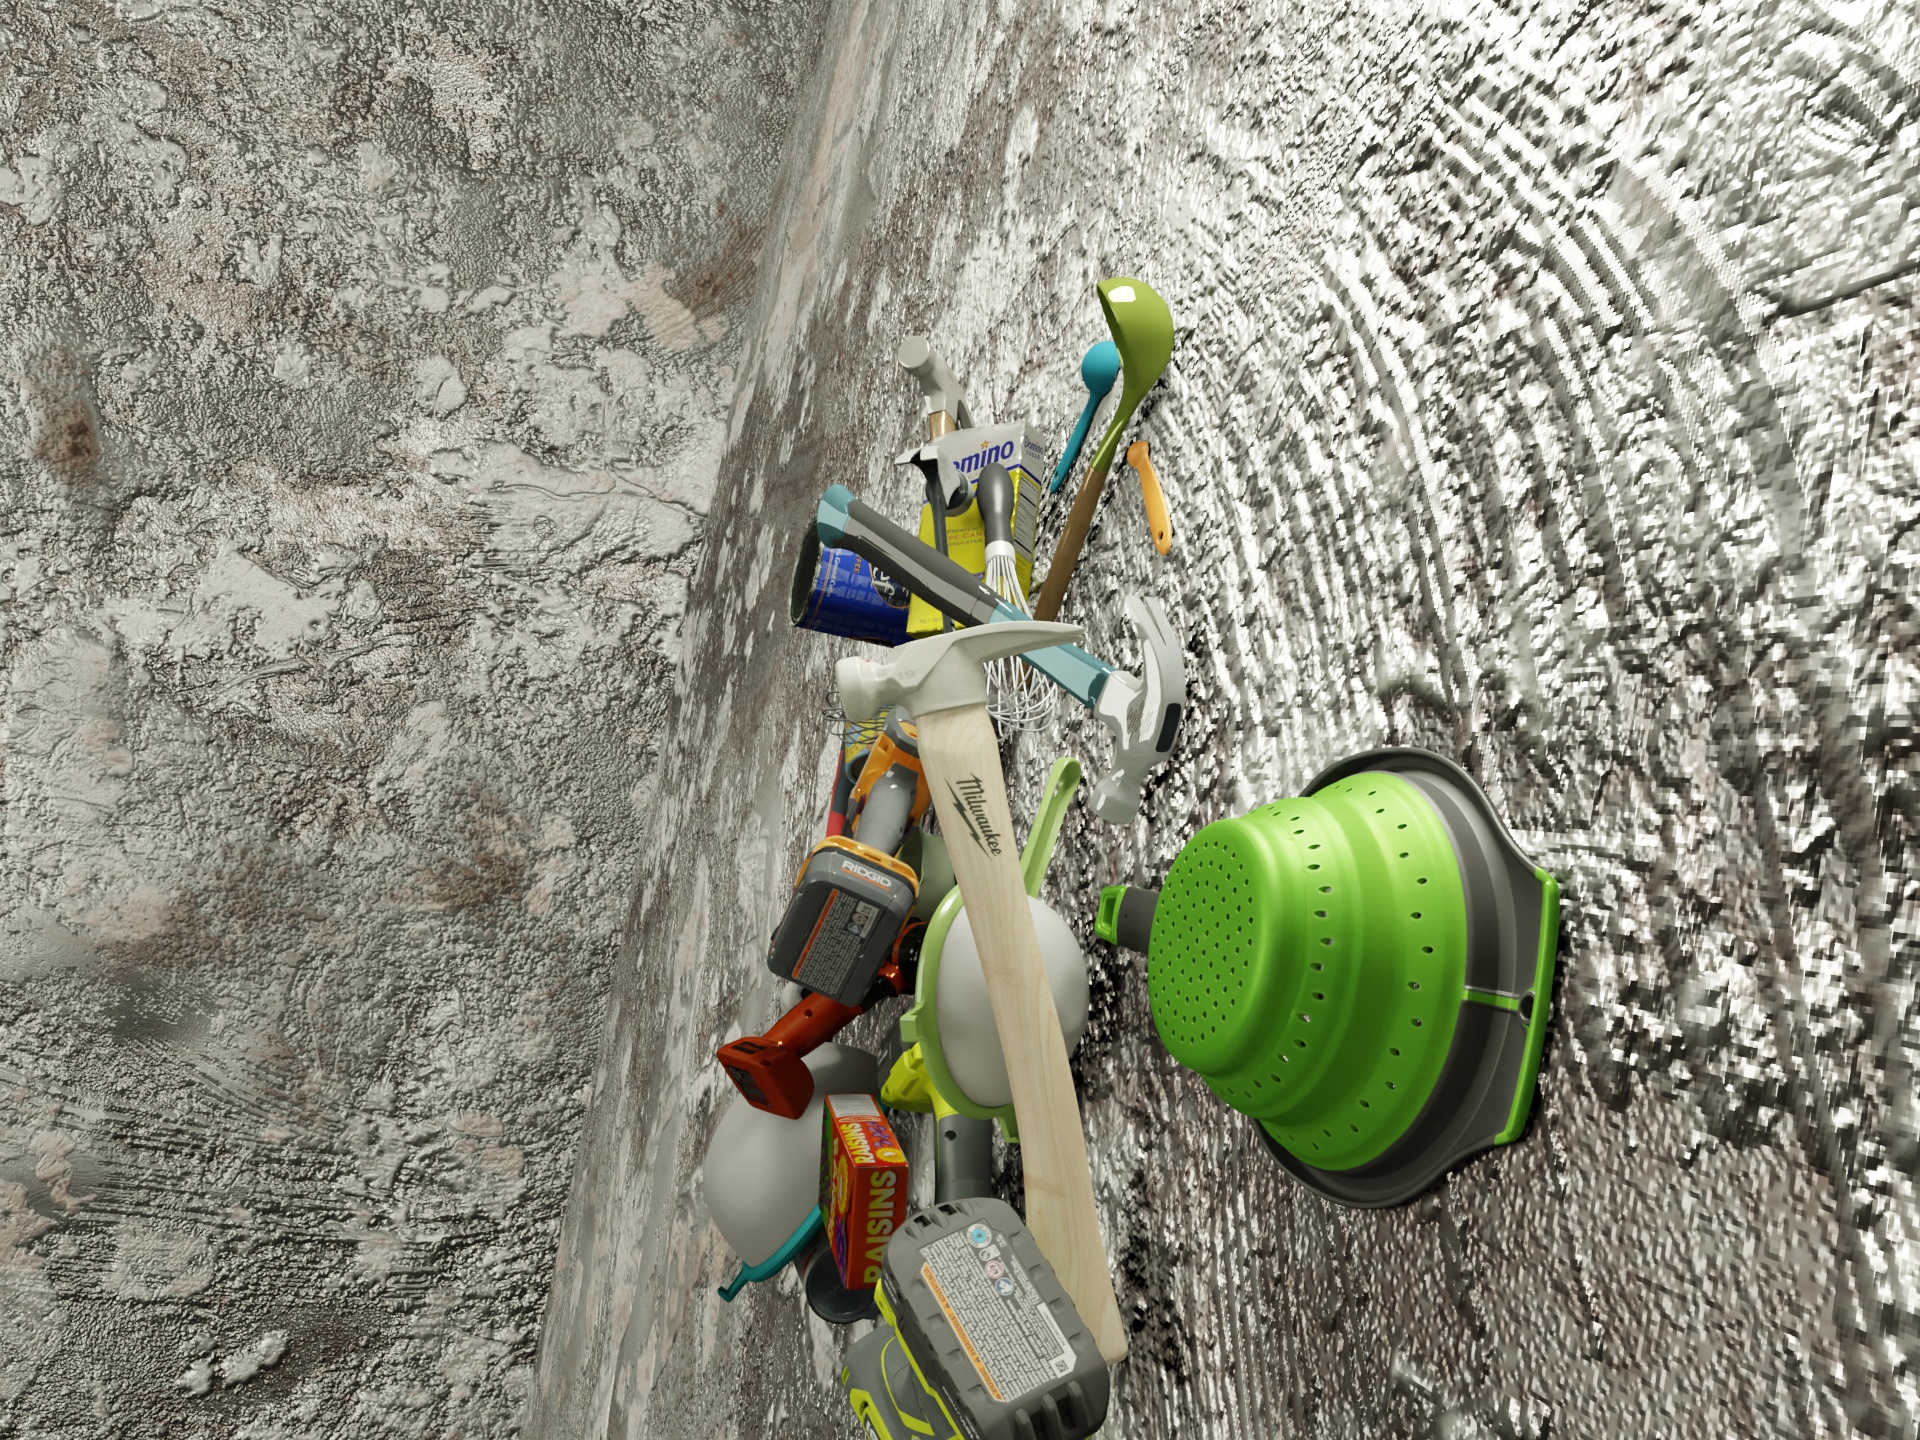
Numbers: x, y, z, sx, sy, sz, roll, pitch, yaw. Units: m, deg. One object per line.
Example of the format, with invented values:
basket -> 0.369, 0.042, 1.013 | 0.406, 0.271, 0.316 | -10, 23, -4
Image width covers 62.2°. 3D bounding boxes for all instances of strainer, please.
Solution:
strainer -> -0.112, 0.301, 1.265 | 0.340, 0.095, 0.211 | -50, 8, 34
strainer -> 0.056, 0.128, 1.004 | 0.069, 0.151, 0.256 | -3, 50, 33

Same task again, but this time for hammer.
hammer -> 0.041, 0.147, 0.894 | 0.038, 0.146, 0.411 | 67, -169, -80
hammer -> -0.010, -0.155, 1.369 | 0.130, 0.031, 0.331 | 35, -131, -64
hammer -> -0.002, -0.004, 1.153 | 0.149, 0.036, 0.409 | 38, -135, -76
hammer -> -0.108, 0.082, 1.492 | 0.143, 0.038, 0.387 | 118, 163, -47
hammer -> 0.015, -0.070, 1.041 | 0.331, 0.033, 0.128 | 36, 112, 35

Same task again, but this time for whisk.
whisk -> -0.034, -0.007, 1.293 | 0.239, 0.055, 0.055 | -2, 76, 49
whisk -> 0.030, -0.095, 1.155 | 0.285, 0.070, 0.070 | -93, 23, -44

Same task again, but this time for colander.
colander -> 0.119, 0.106, 0.776 | 0.397, 0.094, 0.204 | 176, 105, -71

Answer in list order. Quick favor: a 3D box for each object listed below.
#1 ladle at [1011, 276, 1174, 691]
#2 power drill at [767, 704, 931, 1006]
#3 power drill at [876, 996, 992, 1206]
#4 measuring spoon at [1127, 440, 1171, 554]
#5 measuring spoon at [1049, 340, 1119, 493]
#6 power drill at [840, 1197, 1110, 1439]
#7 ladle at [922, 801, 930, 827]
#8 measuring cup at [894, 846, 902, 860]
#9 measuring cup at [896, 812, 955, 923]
ladle -> 0.079, -0.159, 1.139 | 0.078, 0.062, 0.320 | -105, 29, -57
power drill -> -0.075, 0.111, 1.201 | 0.226, 0.084, 0.185 | -70, 6, -54
power drill -> -0.008, 0.312, 1.061 | 0.171, 0.080, 0.223 | 119, 153, -53
measuring spoon -> 0.125, -0.150, 1.060 | 0.117, 0.011, 0.021 | -97, 26, -45
measuring spoon -> 0.087, -0.231, 1.211 | 0.042, 0.021, 0.128 | -105, 33, -55
power drill -> 0.009, 0.382, 0.855 | 0.191, 0.080, 0.228 | 53, 147, 35
ladle -> -0.029, 0.054, 1.376 | 0.069, 0.031, 0.315 | 166, 117, -74
measuring cup -> -0.061, 0.073, 1.420 | 0.062, 0.029, 0.156 | -106, 25, -61
measuring cup -> -0.019, 0.087, 1.303 | 0.083, 0.038, 0.168 | 165, 117, -70
